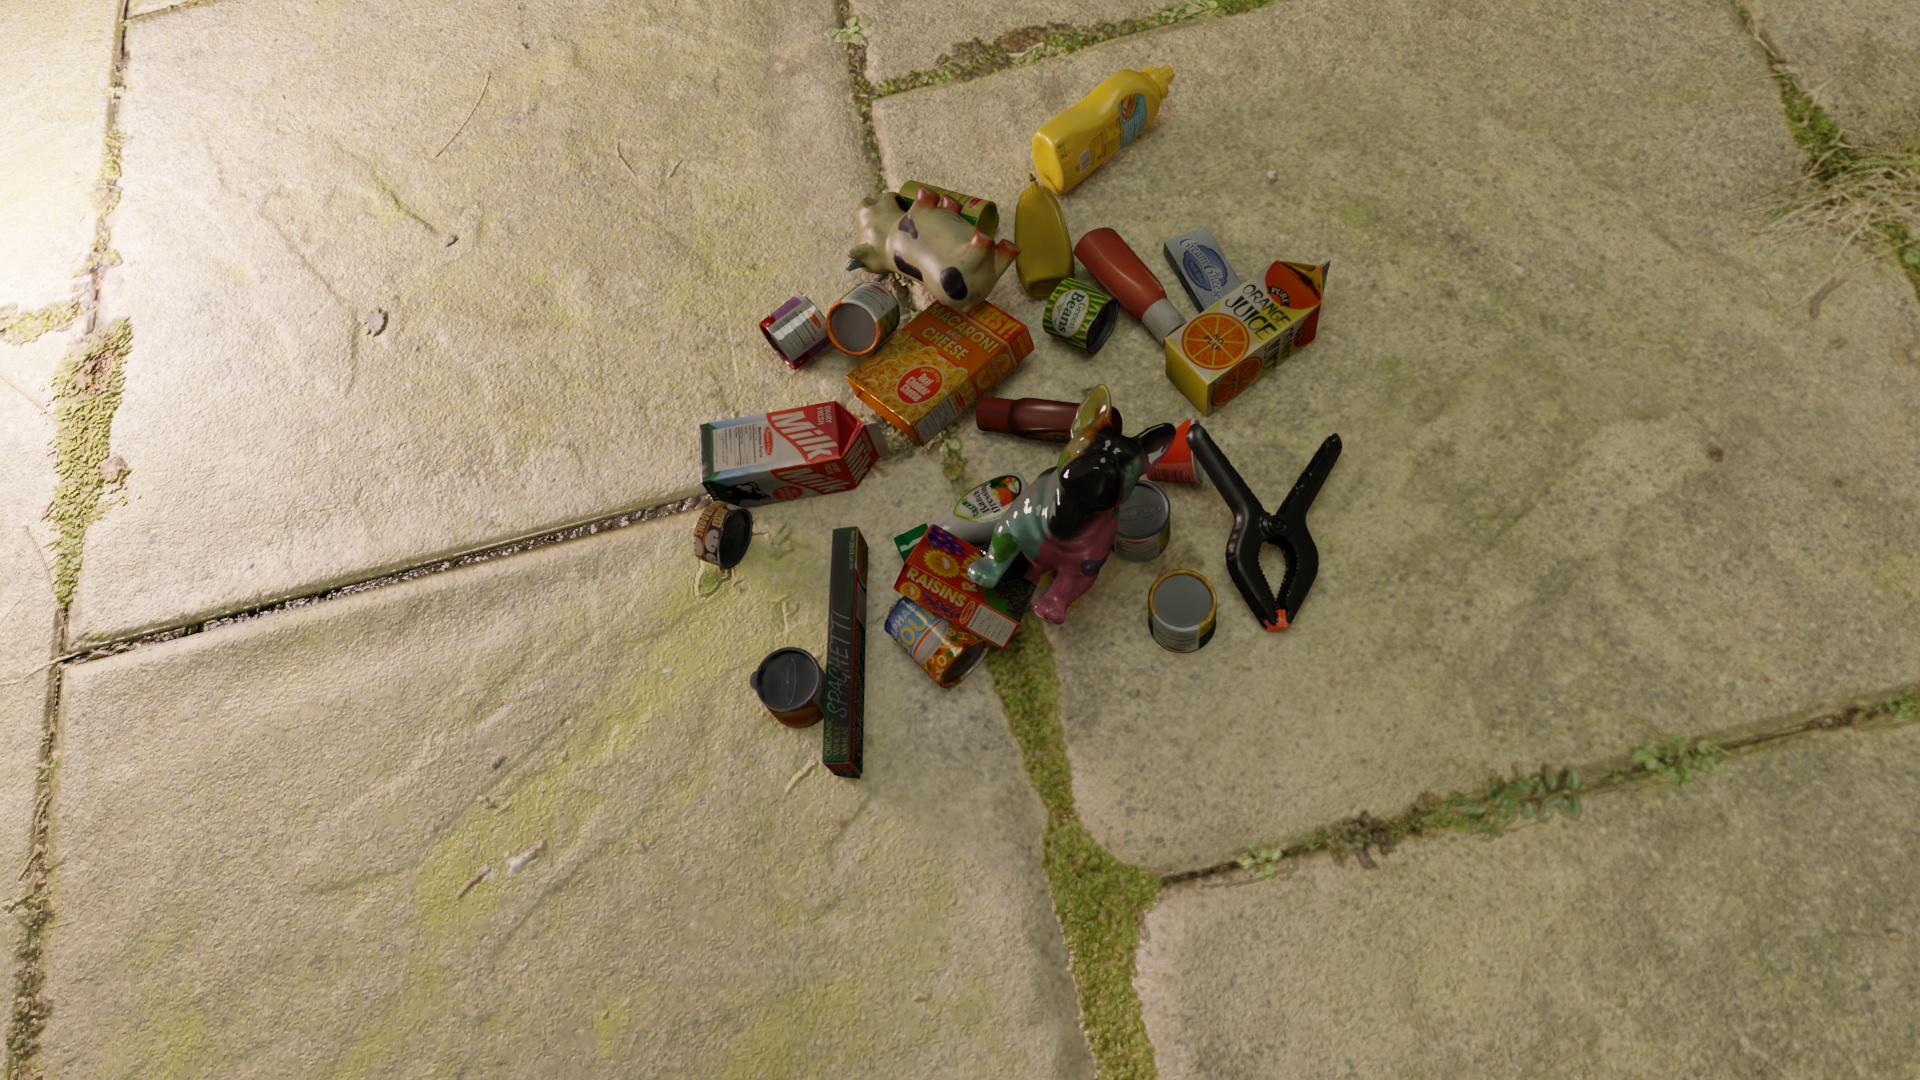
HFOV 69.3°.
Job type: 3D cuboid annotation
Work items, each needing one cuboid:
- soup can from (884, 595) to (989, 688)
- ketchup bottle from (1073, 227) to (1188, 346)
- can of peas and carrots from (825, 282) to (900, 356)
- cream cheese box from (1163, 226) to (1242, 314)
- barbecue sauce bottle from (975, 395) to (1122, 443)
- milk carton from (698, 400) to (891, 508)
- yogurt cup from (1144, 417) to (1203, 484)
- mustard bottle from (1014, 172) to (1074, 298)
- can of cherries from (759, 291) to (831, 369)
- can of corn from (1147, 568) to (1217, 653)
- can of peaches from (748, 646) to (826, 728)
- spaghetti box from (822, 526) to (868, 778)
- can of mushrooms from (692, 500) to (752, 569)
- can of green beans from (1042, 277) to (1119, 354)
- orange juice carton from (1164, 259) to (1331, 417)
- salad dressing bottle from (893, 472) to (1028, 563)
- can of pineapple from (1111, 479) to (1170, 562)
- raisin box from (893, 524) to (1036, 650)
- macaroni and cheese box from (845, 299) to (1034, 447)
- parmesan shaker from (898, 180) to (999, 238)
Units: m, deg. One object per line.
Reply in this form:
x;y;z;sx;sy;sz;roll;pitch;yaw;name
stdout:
-0.024;0.093;1.355;0.071;0.071;0.084;-42;66;-11;soup can
0.189;-0.276;1.509;0.065;0.043;0.149;-15;60;-46;ketchup bottle
-0.107;-0.239;1.516;0.071;0.070;0.059;14;32;15;can of peas and carrots
0.268;-0.293;1.522;0.053;0.024;0.104;-23;64;-4;cream cheese box
0.091;-0.125;1.450;0.148;0.065;0.043;9;84;22;barbecue sauce bottle
-0.173;-0.092;1.467;0.190;0.072;0.074;-10;64;5;milk carton
0.216;-0.089;1.411;0.054;0.072;0.072;-3;64;16;yogurt cup
0.091;-0.349;1.562;0.065;0.048;0.161;-7;63;5;mustard bottle
-0.181;-0.231;1.541;0.058;0.071;0.071;-40;66;-10;can of cherries
0.214;0.065;1.339;0.071;0.058;0.071;-3;65;7;can of corn
-0.165;0.145;1.359;0.071;0.058;0.071;-3;65;8;can of peaches
-0.113;0.108;1.373;0.029;0.050;0.251;-4;64;9;spaghetti box
-0.246;-0.007;1.438;0.033;0.070;0.071;19;69;18;can of mushrooms
0.129;-0.242;1.495;0.058;0.071;0.071;29;72;20;can of green beans
0.310;-0.222;1.455;0.193;0.071;0.073;-36;65;-8;orange juice carton
0.005;-0.018;1.418;0.148;0.043;0.064;-26;48;-2;salad dressing bottle
0.177;-0.021;1.386;0.071;0.057;0.071;-3;64;7;can of pineapple
0.006;0.044;1.349;0.123;0.040;0.086;29;32;1;raisin box
-0.022;-0.191;1.496;0.167;0.040;0.124;-42;51;-12;macaroni and cheese box
-0.017;-0.366;1.580;0.103;0.071;0.071;20;69;18;parmesan shaker
